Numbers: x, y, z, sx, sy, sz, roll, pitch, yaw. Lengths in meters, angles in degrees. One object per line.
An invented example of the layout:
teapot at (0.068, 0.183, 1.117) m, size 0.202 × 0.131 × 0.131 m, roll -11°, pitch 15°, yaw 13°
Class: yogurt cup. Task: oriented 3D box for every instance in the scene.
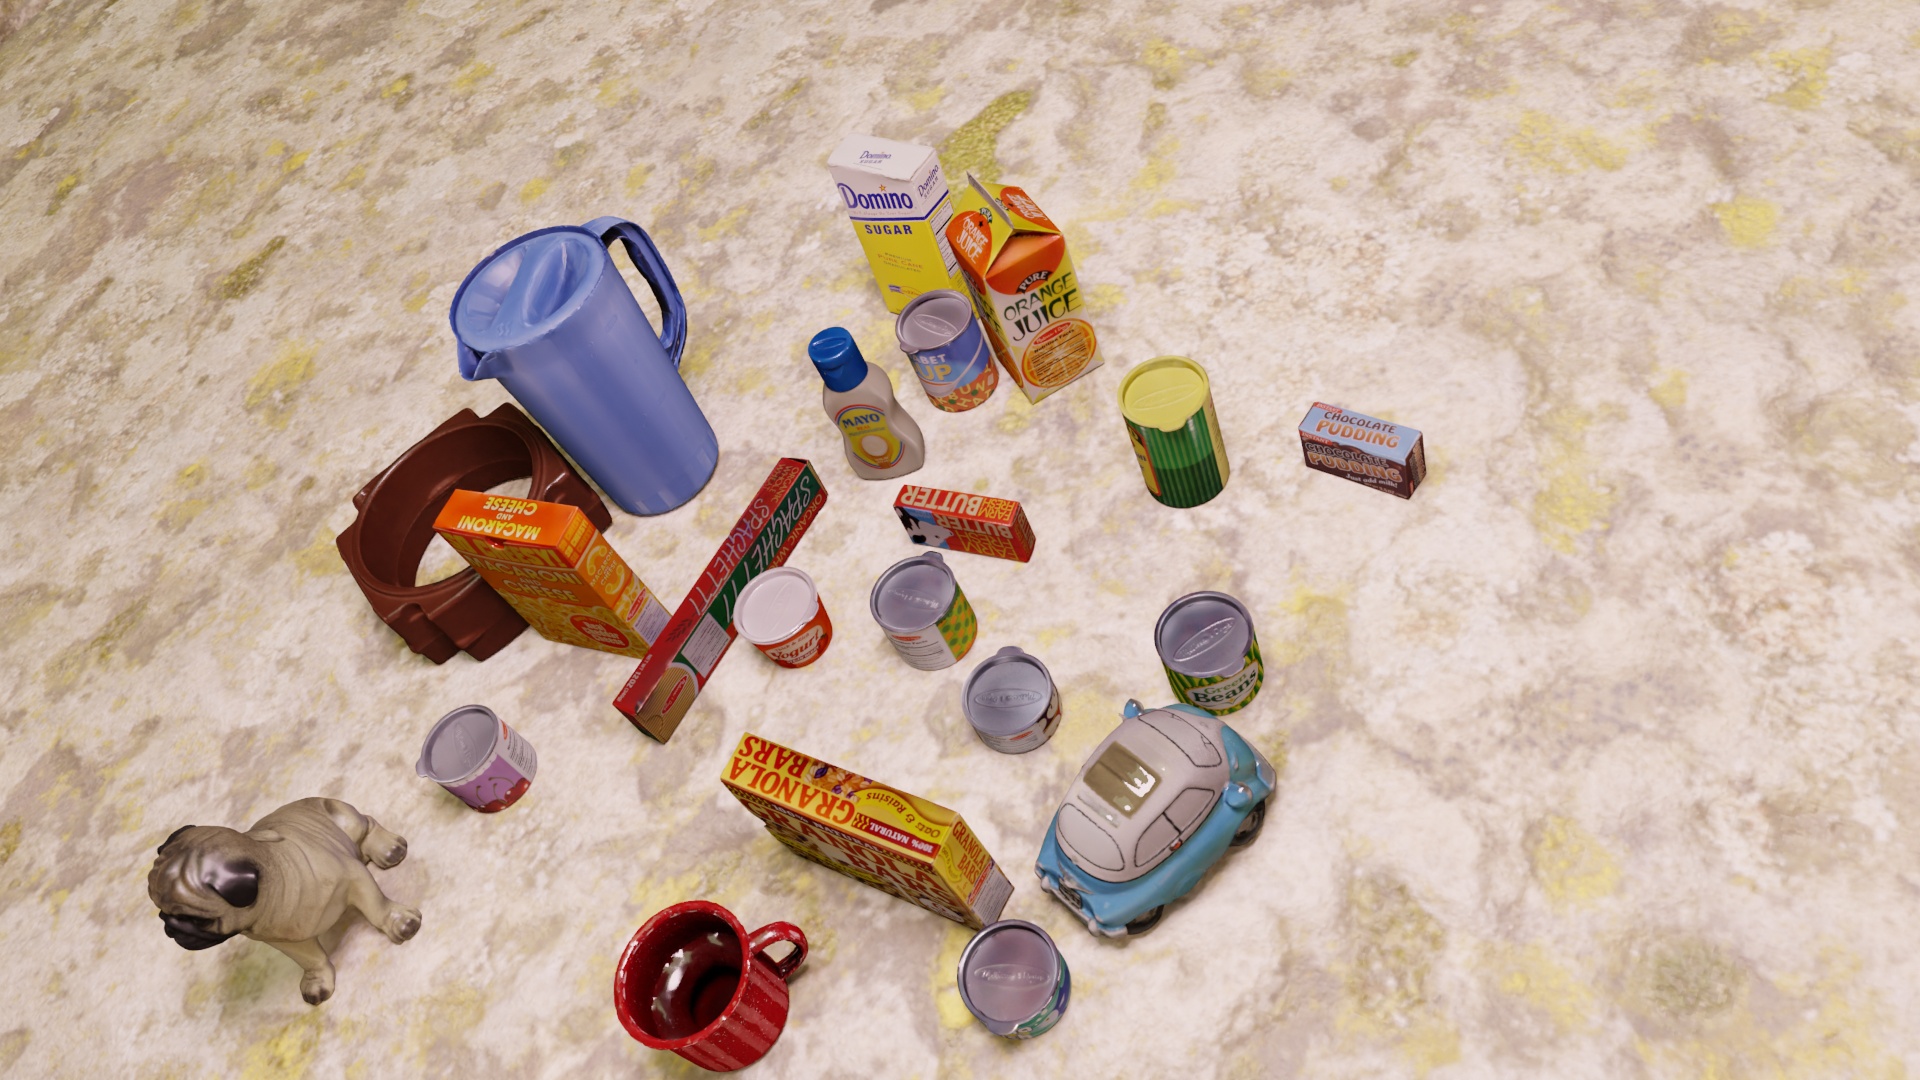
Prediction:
yogurt cup at (-0.133, 0.062, 1.064) m, size 0.072 × 0.053 × 0.073 m, roll -10°, pitch 52°, yaw 14°

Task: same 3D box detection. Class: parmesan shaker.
parmesan shaker at (0.159, -0.076, 1.024) m, size 0.071 × 0.102 × 0.071 m, roll -10°, pitch 53°, yaw 14°

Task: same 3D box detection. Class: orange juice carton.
orange juice carton at (0.048, -0.205, 1.103) m, size 0.073 × 0.192 × 0.072 m, roll -31°, pitch 51°, yaw -2°

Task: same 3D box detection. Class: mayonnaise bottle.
mayonnaise bottle at (-0.078, -0.108, 1.107) m, size 0.065 × 0.147 × 0.041 m, roll -10°, pitch 53°, yaw 14°

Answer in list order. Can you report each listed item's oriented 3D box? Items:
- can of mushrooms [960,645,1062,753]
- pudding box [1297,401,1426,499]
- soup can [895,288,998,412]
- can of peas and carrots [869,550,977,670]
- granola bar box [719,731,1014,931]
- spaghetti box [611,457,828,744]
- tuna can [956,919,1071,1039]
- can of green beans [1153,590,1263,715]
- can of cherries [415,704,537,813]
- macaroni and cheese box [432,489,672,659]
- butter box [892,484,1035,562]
can of mushrooms at (0.037, 0.112, 0.976) m, size 0.071 × 0.033 × 0.071 m, roll -10°, pitch 52°, yaw 14°
pudding box at (0.290, -0.066, 1.001) m, size 0.084 × 0.049 × 0.030 m, roll 23°, pitch 66°, yaw 32°
soup can at (-0.012, -0.155, 1.159) m, size 0.071 × 0.083 × 0.072 m, roll -10°, pitch 53°, yaw 14°
can of peas and carrots at (-0.025, 0.052, 1.027) m, size 0.071 × 0.058 × 0.071 m, roll -10°, pitch 52°, yaw 14°
granola bar box at (-0.060, 0.190, 0.896) m, size 0.165 × 0.123 × 0.039 m, roll 15°, pitch 62°, yaw 29°
spaghetti box at (-0.185, 0.042, 1.100) m, size 0.029 × 0.050 × 0.251 m, roll 16°, pitch 62°, yaw 30°
tuna can at (0.033, 0.274, 0.858) m, size 0.071 × 0.032 × 0.071 m, roll -10°, pitch 52°, yaw 14°
can of green beans at (0.168, 0.077, 0.936) m, size 0.071 × 0.057 × 0.071 m, roll -10°, pitch 52°, yaw 14°
can of cherries at (-0.373, 0.170, 1.072) m, size 0.071 × 0.058 × 0.072 m, roll -10°, pitch 52°, yaw 14°
macaroni and cheese box at (-0.311, 0.030, 1.082) m, size 0.124 × 0.165 × 0.040 m, roll 8°, pitch 59°, yaw 25°
butter box at (0.004, -0.013, 1.068) m, size 0.103 × 0.053 × 0.024 m, roll 10°, pitch 60°, yaw 26°
